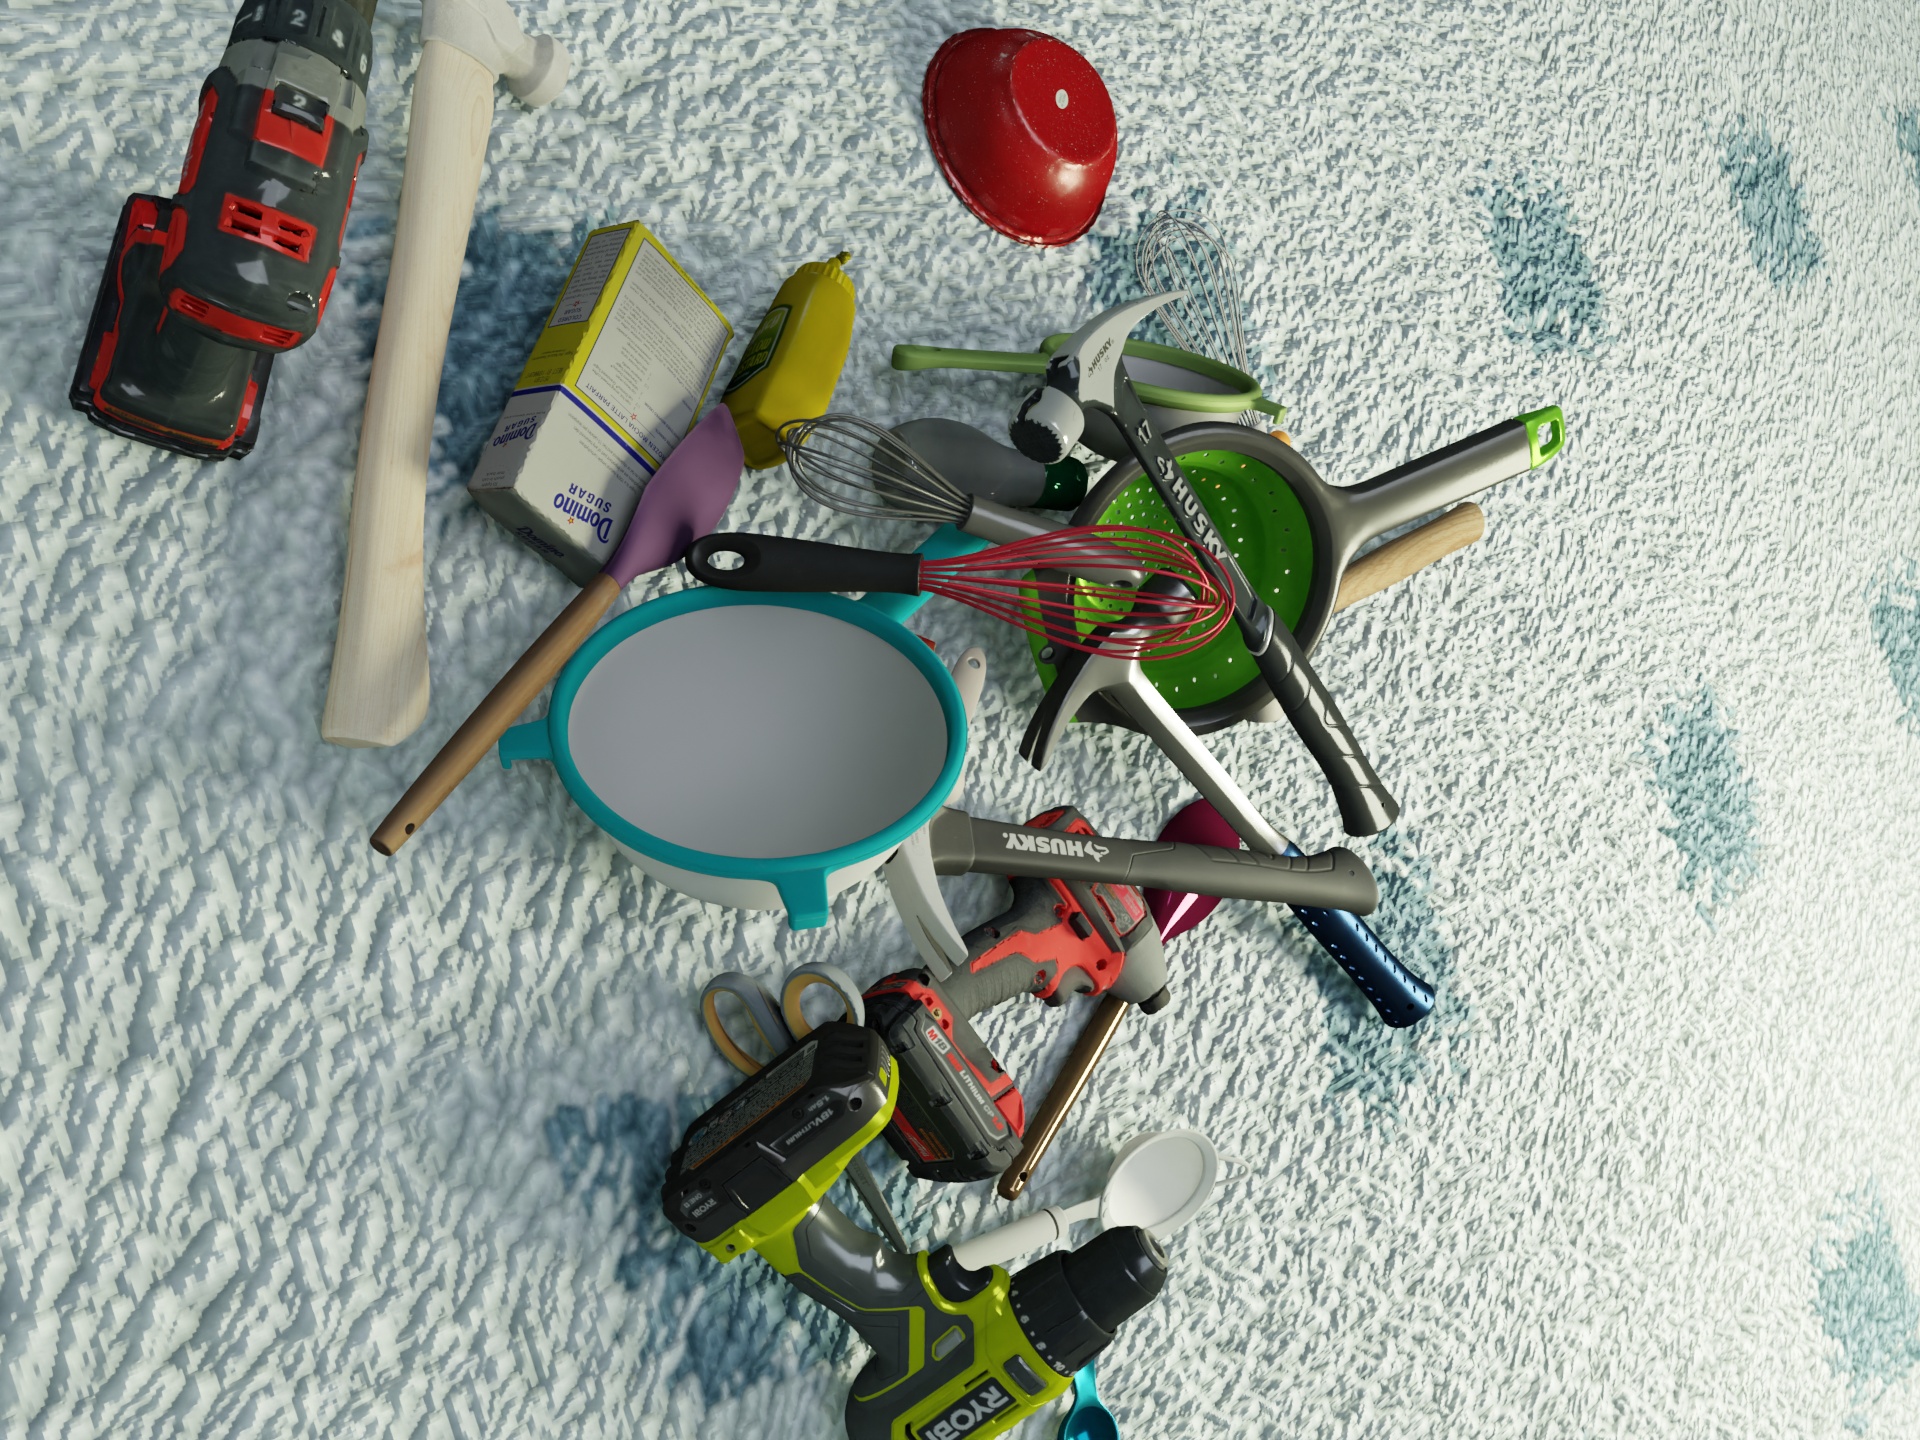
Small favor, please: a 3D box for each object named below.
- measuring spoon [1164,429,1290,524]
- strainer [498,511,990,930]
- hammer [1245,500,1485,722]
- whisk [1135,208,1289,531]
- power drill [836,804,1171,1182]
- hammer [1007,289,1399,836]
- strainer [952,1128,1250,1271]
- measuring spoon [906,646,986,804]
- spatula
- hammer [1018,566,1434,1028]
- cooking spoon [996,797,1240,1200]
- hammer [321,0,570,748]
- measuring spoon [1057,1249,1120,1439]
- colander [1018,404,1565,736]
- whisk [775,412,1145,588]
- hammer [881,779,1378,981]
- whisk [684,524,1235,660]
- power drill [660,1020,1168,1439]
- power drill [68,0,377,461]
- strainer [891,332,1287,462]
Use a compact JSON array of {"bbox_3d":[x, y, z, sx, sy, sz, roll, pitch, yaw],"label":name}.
[{"bbox_3d":[0.191,-0.172,1.135,0.117,0.011,0.021,-34,109,-10],"label":"measuring spoon"},{"bbox_3d":[-0.074,-0.007,0.877,0.211,0.095,0.340,26,45,17],"label":"strainer"},{"bbox_3d":[0.310,-0.113,1.209,0.331,0.031,0.130,-26,118,-41],"label":"hammer"},{"bbox_3d":[0.201,-0.237,1.160,0.070,0.070,0.284,-34,105,-36],"label":"whisk"},{"bbox_3d":[0.037,0.163,0.940,0.220,0.078,0.143,-41,100,-38],"label":"power drill"},{"bbox_3d":[0.173,-0.073,0.959,0.408,0.036,0.149,52,57,-31],"label":"hammer"},{"bbox_3d":[0.061,0.296,0.951,0.258,0.050,0.086,-12,118,-31],"label":"strainer"},{"bbox_3d":[-0.001,-0.003,0.911,0.034,0.018,0.124,27,47,-10],"label":"measuring spoon"},{"bbox_3d":[-0.191,-0.051,0.802,0.316,0.018,0.059,-58,148,-36],"label":"spatula"},{"bbox_3d":[0.197,0.084,1.055,0.144,0.035,0.405,-44,119,0],"label":"hammer"},{"bbox_3d":[0.106,0.172,1.024,0.068,0.017,0.319,48,56,-17],"label":"cooking spoon"},{"bbox_3d":[-0.282,-0.192,0.794,0.146,0.038,0.411,20,70,-53],"label":"hammer"},{"bbox_3d":[0.067,0.385,0.955,0.042,0.021,0.129,6,67,-34],"label":"measuring spoon"},{"bbox_3d":[0.210,-0.131,1.050,0.397,0.095,0.204,-23,117,-11],"label":"colander"},{"bbox_3d":[0.005,-0.121,0.909,0.238,0.055,0.055,18,70,-22],"label":"whisk"},{"bbox_3d":[0.109,0.090,0.943,0.334,0.035,0.146,8,54,-24],"label":"hammer"},{"bbox_3d":[-0.002,-0.076,0.849,0.296,0.073,0.073,5,74,4],"label":"whisk"},{"bbox_3d":[-0.023,0.271,0.824,0.190,0.080,0.228,-38,102,9],"label":"power drill"},{"bbox_3d":[-0.308,-0.223,0.683,0.080,0.227,0.188,16,71,-32],"label":"power drill"},{"bbox_3d":[0.072,-0.206,1.042,0.256,0.152,0.069,-1,118,-23],"label":"strainer"}]
